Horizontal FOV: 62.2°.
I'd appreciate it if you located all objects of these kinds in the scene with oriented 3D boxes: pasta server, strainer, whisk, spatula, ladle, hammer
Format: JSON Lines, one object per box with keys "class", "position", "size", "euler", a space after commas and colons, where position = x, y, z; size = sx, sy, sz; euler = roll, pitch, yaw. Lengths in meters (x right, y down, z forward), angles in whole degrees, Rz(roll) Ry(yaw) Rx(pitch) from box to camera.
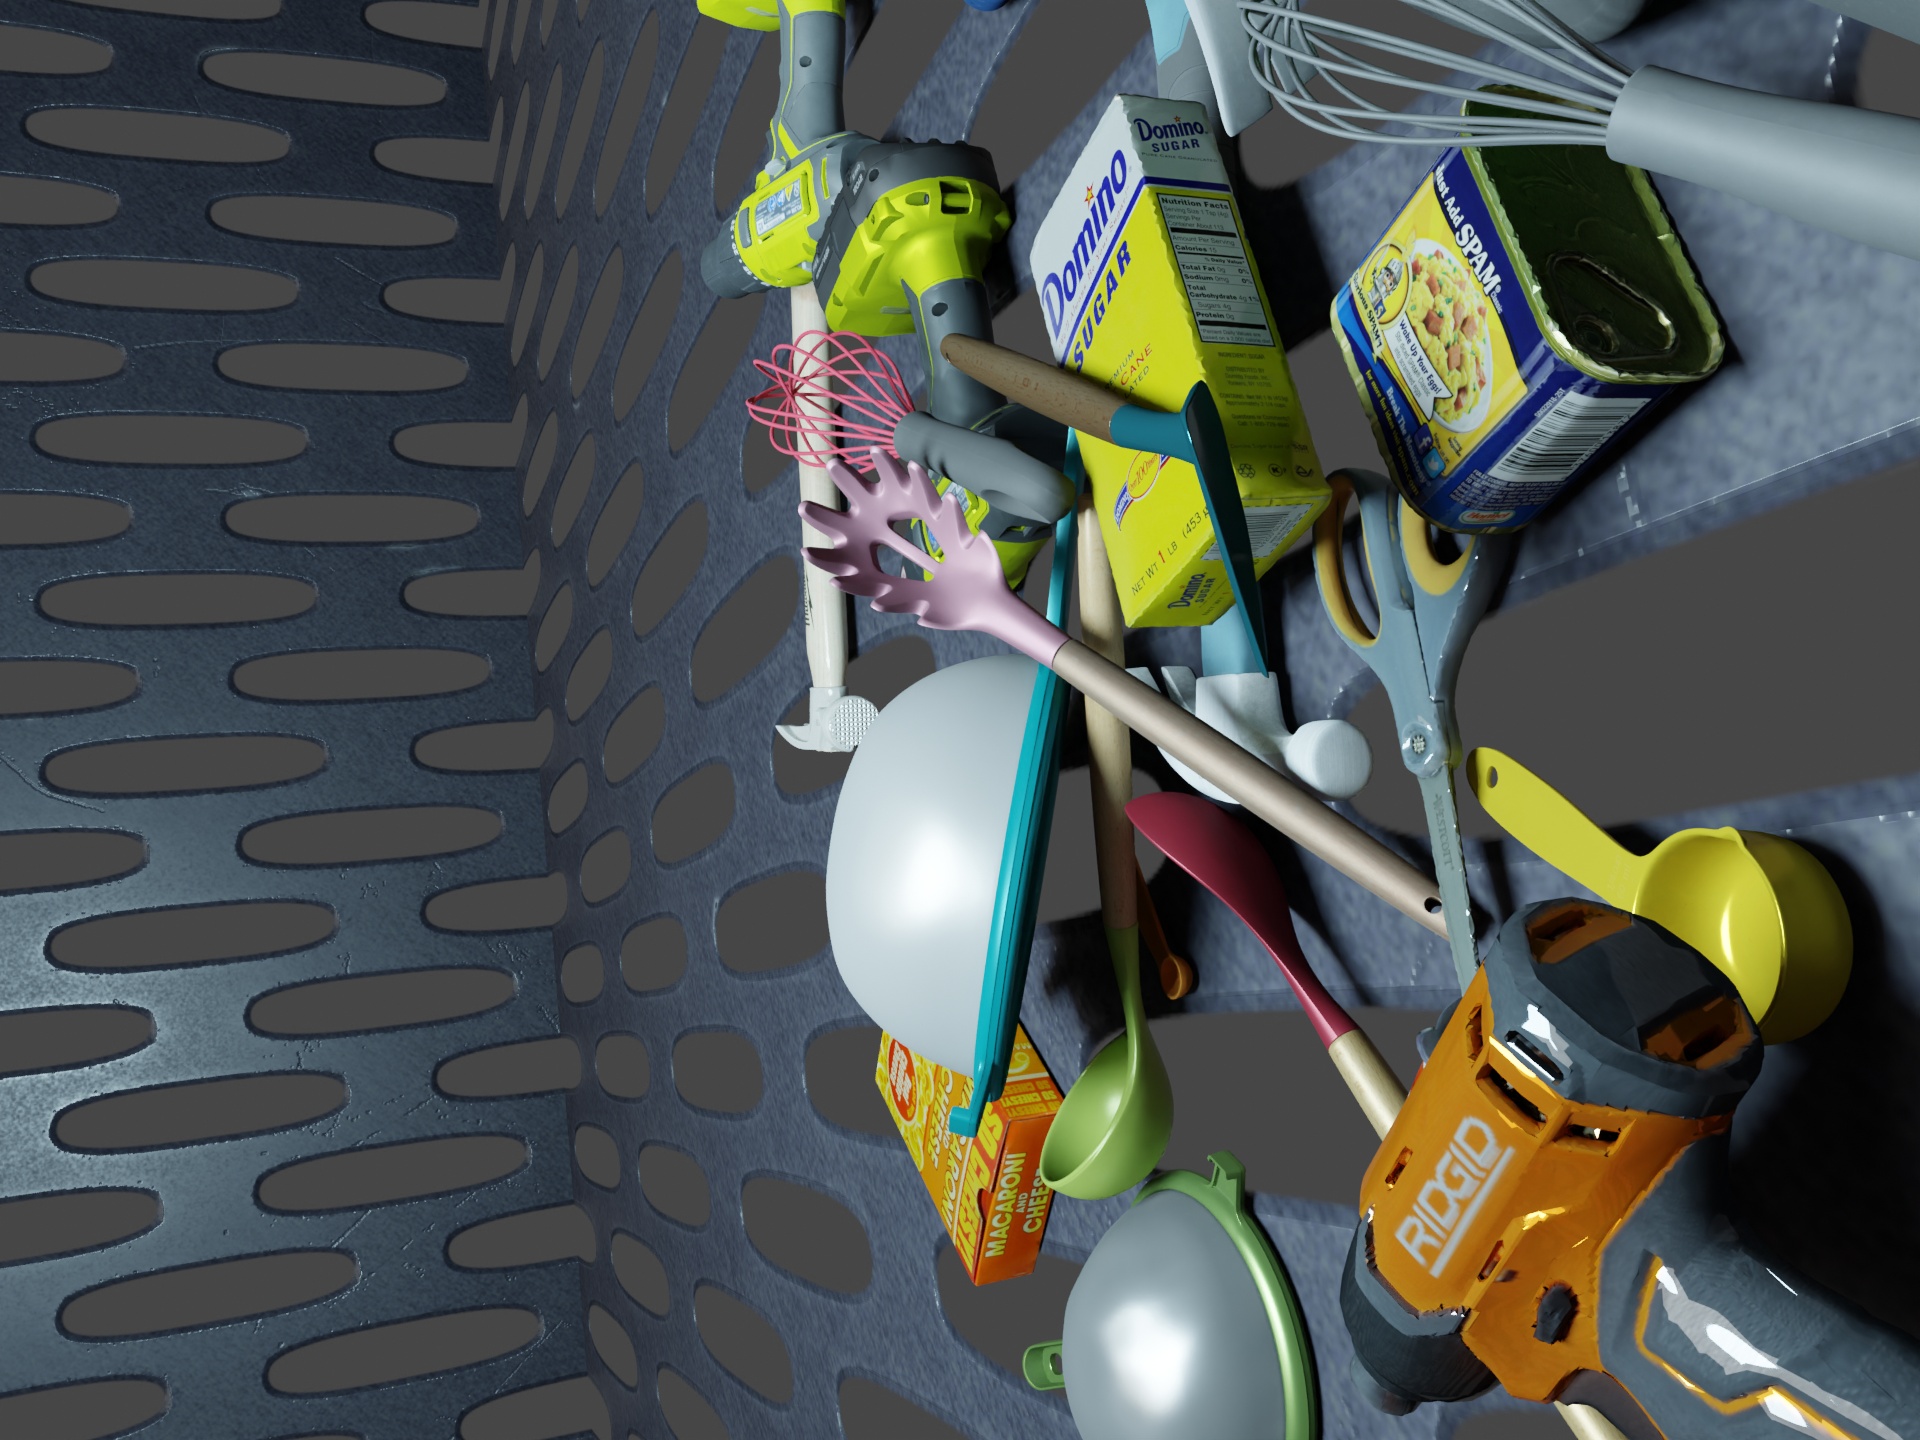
{"class": "pasta server", "position": [0.056, -0.013, 0.600], "size": [0.316, 0.040, 0.060], "euler": [37, 94, 31]}
{"class": "strainer", "position": [0.064, 0.295, 0.728], "size": [0.256, 0.069, 0.152], "euler": [133, 130, -58]}
{"class": "whisk", "position": [0.164, -0.149, 0.383], "size": [0.239, 0.055, 0.055], "euler": [34, 127, 33]}
{"class": "spatula", "position": [0.039, -0.107, 0.566], "size": [0.082, 0.044, 0.318], "euler": [66, 171, -27]}
{"class": "ladle", "position": [0.054, 0.062, 0.677], "size": [0.078, 0.062, 0.320], "euler": [-75, -19, -69]}
{"class": "hammer", "position": [0.038, -0.305, 0.625], "size": [0.144, 0.035, 0.406], "euler": [52, -173, -21]}
{"class": "hammer", "position": [0.102, -0.133, 0.632], "size": [0.128, 0.033, 0.331], "euler": [172, 95, -66]}
{"class": "ladle", "position": [0.146, 0.133, 0.551], "size": [0.031, 0.069, 0.316], "euler": [-48, 48, 22]}
{"class": "hammer", "position": [-0.102, -0.184, 1.106], "size": [0.146, 0.038, 0.410], "euler": [180, 87, -68]}
{"class": "whisk", "position": [-0.027, -0.132, 0.722], "size": [0.296, 0.073, 0.073], "euler": [36, 126, 57]}
{"class": "strainer", "position": [-0.001, -0.002, 0.716], "size": [0.211, 0.095, 0.340], "euler": [-47, -36, -80]}

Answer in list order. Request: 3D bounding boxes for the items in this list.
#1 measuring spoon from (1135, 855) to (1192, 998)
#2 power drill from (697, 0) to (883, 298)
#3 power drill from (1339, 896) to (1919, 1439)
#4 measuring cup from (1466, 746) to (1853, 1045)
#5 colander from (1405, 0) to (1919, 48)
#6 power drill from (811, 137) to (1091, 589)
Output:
{"class": "measuring spoon", "position": [0.085, 0.078, 0.733], "size": [0.021, 0.011, 0.117], "euler": [108, 153, -43]}
{"class": "power drill", "position": [-0.114, -0.391, 1.016], "size": [0.190, 0.080, 0.228], "euler": [-6, 87, 52]}
{"class": "power drill", "position": [0.182, 0.169, 0.355], "size": [0.227, 0.084, 0.164], "euler": [45, 135, 36]}
{"class": "measuring cup", "position": [0.194, 0.040, 0.458], "size": [0.157, 0.029, 0.062], "euler": [-119, 33, -67]}
{"class": "colander", "position": [0.173, -0.234, 0.370], "size": [0.094, 0.204, 0.398], "euler": [-50, 54, 9]}
{"class": "power drill", "position": [-0.011, -0.174, 0.843], "size": [0.171, 0.080, 0.223], "euler": [135, 125, -60]}
